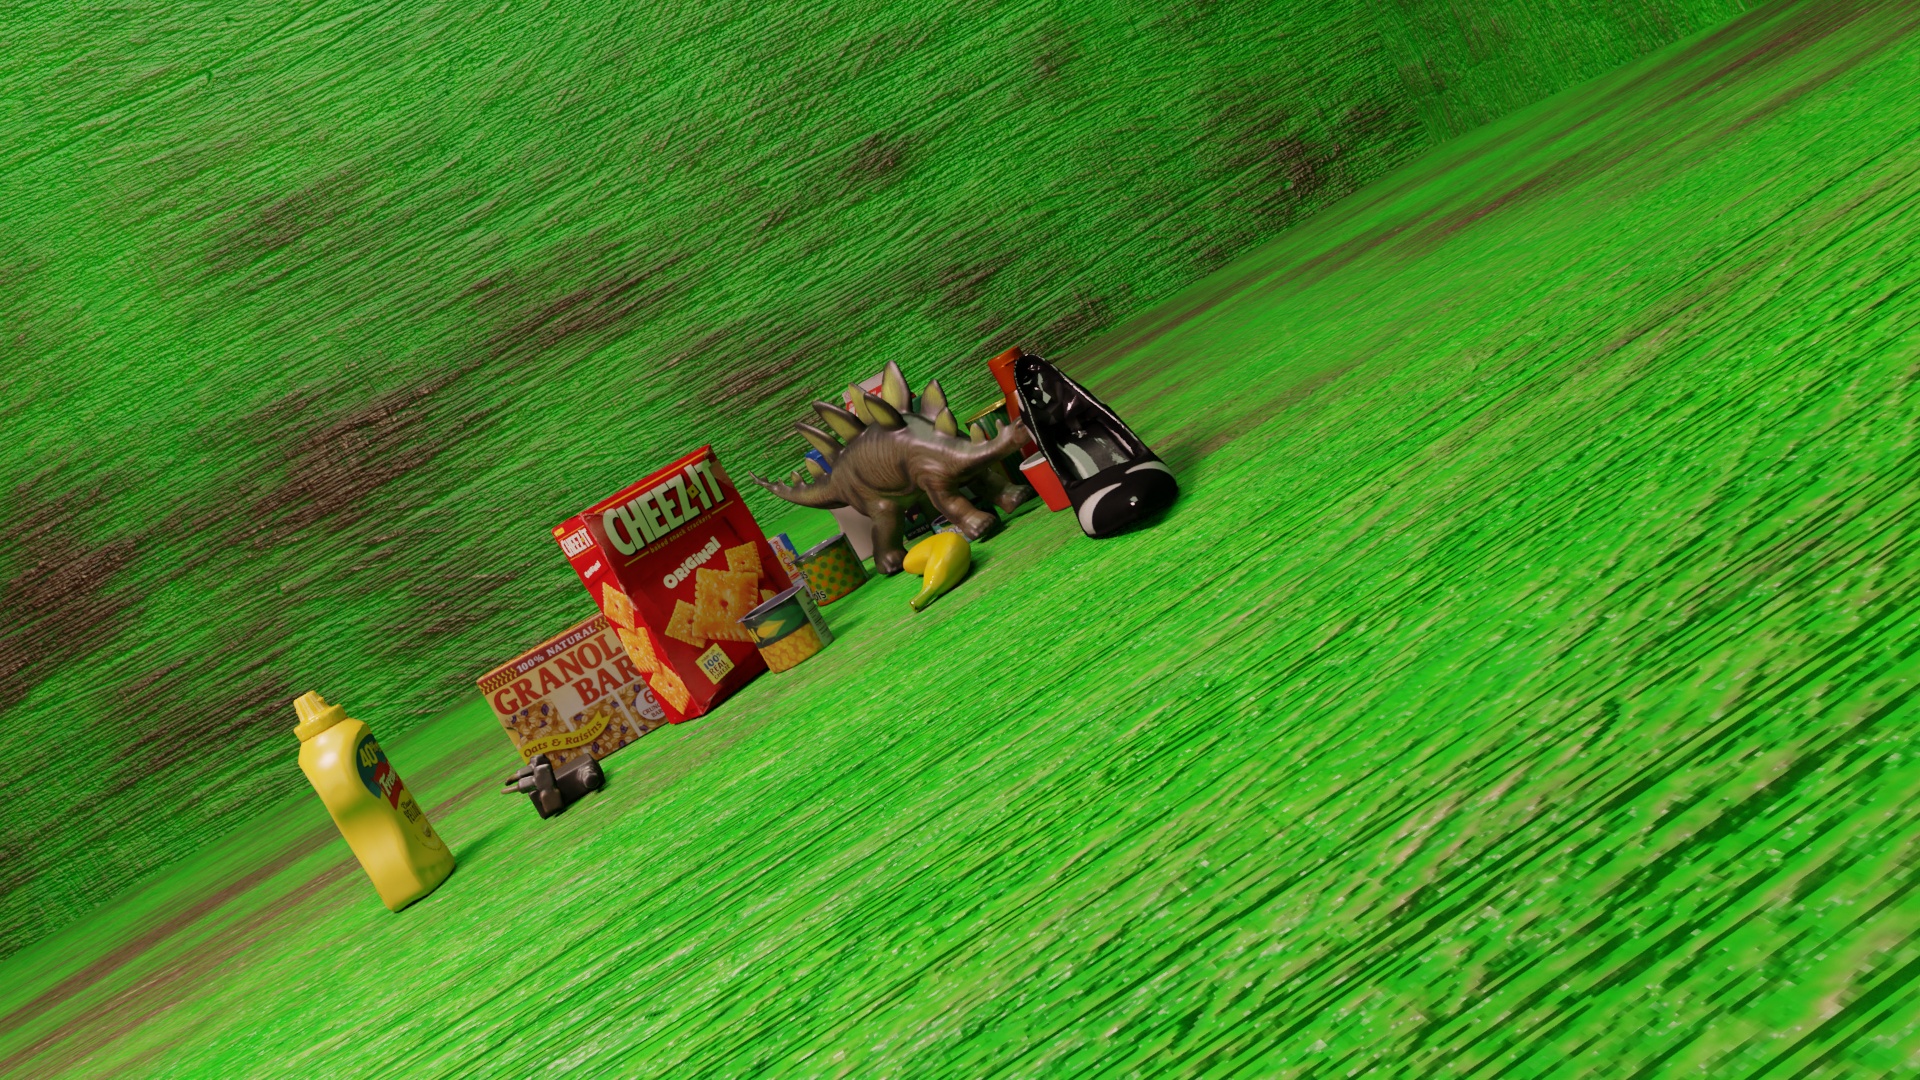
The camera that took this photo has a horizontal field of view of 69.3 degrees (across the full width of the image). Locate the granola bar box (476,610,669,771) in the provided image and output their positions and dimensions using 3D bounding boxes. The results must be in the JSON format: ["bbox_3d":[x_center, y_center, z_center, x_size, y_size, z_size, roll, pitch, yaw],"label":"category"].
[{"bbox_3d":[-0.357,0.145,1.329,0.165,0.124,0.039,-29,7,1],"label":"granola bar box"}]

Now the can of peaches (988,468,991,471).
[{"bbox_3d":[0.054,-0.080,1.546,0.071,0.058,0.071,-29,8,4],"label":"can of peaches"}]

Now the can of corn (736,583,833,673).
[{"bbox_3d":[-0.160,0.082,1.271,0.071,0.058,0.071,-29,8,4],"label":"can of corn"}]

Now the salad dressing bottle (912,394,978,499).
[{"bbox_3d":[-0.021,-0.092,1.556,0.044,0.147,0.064,-28,8,11],"label":"salad dressing bottle"}]

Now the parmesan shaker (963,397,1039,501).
[{"bbox_3d":[0.057,-0.095,1.464,0.071,0.103,0.071,-29,8,4],"label":"parmesan shaker"}]

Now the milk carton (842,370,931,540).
[{"bbox_3d":[-0.069,-0.105,1.652,0.072,0.190,0.074,-25,9,31],"label":"milk carton"}]

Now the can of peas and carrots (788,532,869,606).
[{"bbox_3d":[-0.143,0.033,1.522,0.071,0.058,0.071,-29,8,4],"label":"can of peas and carrots"}]

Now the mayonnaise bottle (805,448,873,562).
[{"bbox_3d":[-0.138,-0.049,1.696,0.065,0.148,0.041,-29,7,0],"label":"mayonnaise bottle"}]

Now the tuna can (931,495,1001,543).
[{"bbox_3d":[0.005,-0.018,1.413,0.071,0.033,0.071,-29,8,4],"label":"tuna can"}]

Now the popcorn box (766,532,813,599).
[{"bbox_3d":[-0.227,0.046,1.642,0.038,0.085,0.126,-35,9,-35],"label":"popcorn box"}]

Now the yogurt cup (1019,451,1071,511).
[{"bbox_3d":[0.097,-0.062,1.294,0.072,0.054,0.072,-29,8,4],"label":"yogurt cup"}]

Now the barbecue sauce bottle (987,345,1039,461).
[{"bbox_3d":[0.078,-0.123,1.396,0.065,0.148,0.044,-29,7,-1],"label":"barbecue sauce bottle"}]
